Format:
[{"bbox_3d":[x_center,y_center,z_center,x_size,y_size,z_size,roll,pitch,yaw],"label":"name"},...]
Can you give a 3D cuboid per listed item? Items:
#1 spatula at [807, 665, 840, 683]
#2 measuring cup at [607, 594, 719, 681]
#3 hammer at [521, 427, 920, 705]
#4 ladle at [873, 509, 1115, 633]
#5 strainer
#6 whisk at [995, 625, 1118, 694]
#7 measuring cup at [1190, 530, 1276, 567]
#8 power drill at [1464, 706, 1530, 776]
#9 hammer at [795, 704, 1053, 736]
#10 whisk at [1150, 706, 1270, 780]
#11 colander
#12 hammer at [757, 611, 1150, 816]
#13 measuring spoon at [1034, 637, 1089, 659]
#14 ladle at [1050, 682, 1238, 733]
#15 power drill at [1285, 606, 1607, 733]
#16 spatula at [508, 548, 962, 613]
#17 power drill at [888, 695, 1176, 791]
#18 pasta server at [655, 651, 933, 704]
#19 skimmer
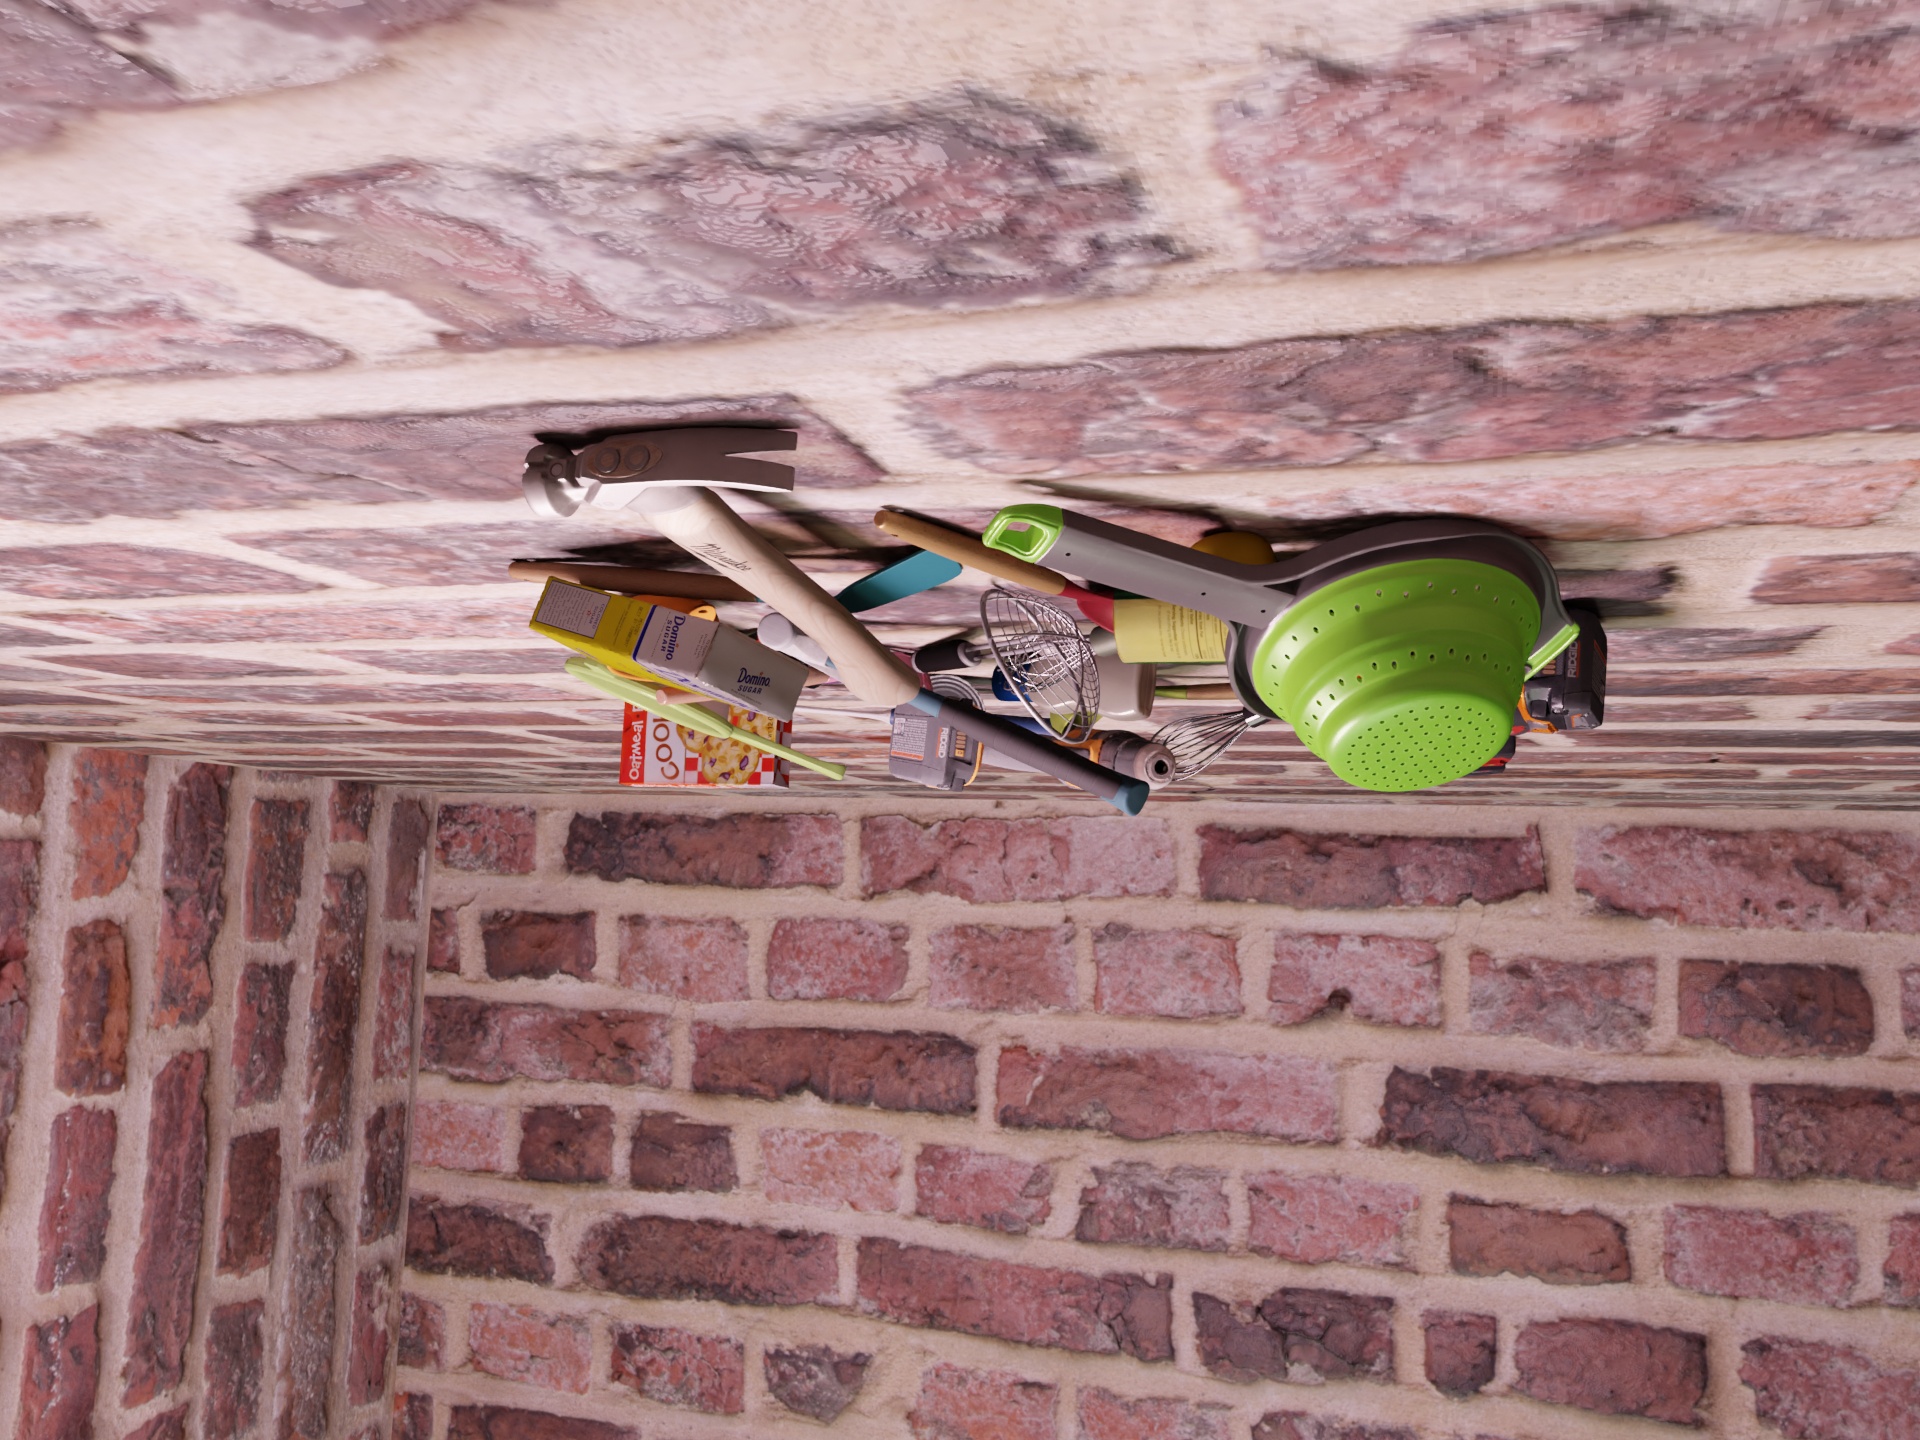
[{"bbox_3d":[-0.090,-0.041,1.546,0.060,0.018,0.315,-30,170,7],"label":"spatula"},{"bbox_3d":[-0.212,-0.077,1.195,0.095,0.052,0.173,3,162,-23],"label":"measuring cup"},{"bbox_3d":[-0.095,-0.078,0.974,0.146,0.038,0.410,-1,165,18],"label":"hammer"},{"bbox_3d":[0.048,-0.095,1.050,0.069,0.031,0.315,7,176,38],"label":"ladle"},{"bbox_3d":[-0.206,-0.024,1.358,0.256,0.069,0.151,23,172,-17],"label":"strainer"},{"bbox_3d":[0.106,-0.060,1.251,0.059,0.058,0.246,37,153,-22],"label":"whisk"},{"bbox_3d":[0.210,-0.105,0.955,0.156,0.029,0.062,-13,161,18],"label":"measuring cup"},{"bbox_3d":[0.451,0.001,1.496,0.188,0.080,0.226,-4,169,7],"label":"power drill"},{"bbox_3d":[-0.084,-0.004,1.669,0.405,0.035,0.144,5,179,1],"label":"hammer"},{"bbox_3d":[0.271,-0.001,1.480,0.239,0.055,0.055,-27,156,37],"label":"whisk"},{"bbox_3d":[0.196,-0.039,0.931,0.396,0.095,0.204,13,142,-24],"label":"colander"},{"bbox_3d":[-0.002,-0.004,1.285,0.331,0.033,0.128,25,180,9],"label":"hammer"},{"bbox_3d":[0.123,-0.061,1.341,0.124,0.018,0.034,-1,173,16],"label":"measuring spoon"},{"bbox_3d":[0.246,-0.016,1.536,0.320,0.062,0.078,-2,164,9],"label":"ladle"},{"bbox_3d":[0.356,-0.042,1.189,0.226,0.084,0.164,3,174,27],"label":"power drill"},{"bbox_3d":[-0.160,-0.101,1.087,0.317,0.044,0.082,5,174,12],"label":"spatula"},{"bbox_3d":[0.068,0.029,1.421,0.226,0.084,0.185,7,179,-20],"label":"power drill"},{"bbox_3d":[-0.135,-0.029,1.359,0.060,0.040,0.316,3,-171,38],"label":"pasta server"},{"bbox_3d":[0.009,-0.039,1.256,0.090,0.127,0.363,-41,-167,-17],"label":"skimmer"}]
